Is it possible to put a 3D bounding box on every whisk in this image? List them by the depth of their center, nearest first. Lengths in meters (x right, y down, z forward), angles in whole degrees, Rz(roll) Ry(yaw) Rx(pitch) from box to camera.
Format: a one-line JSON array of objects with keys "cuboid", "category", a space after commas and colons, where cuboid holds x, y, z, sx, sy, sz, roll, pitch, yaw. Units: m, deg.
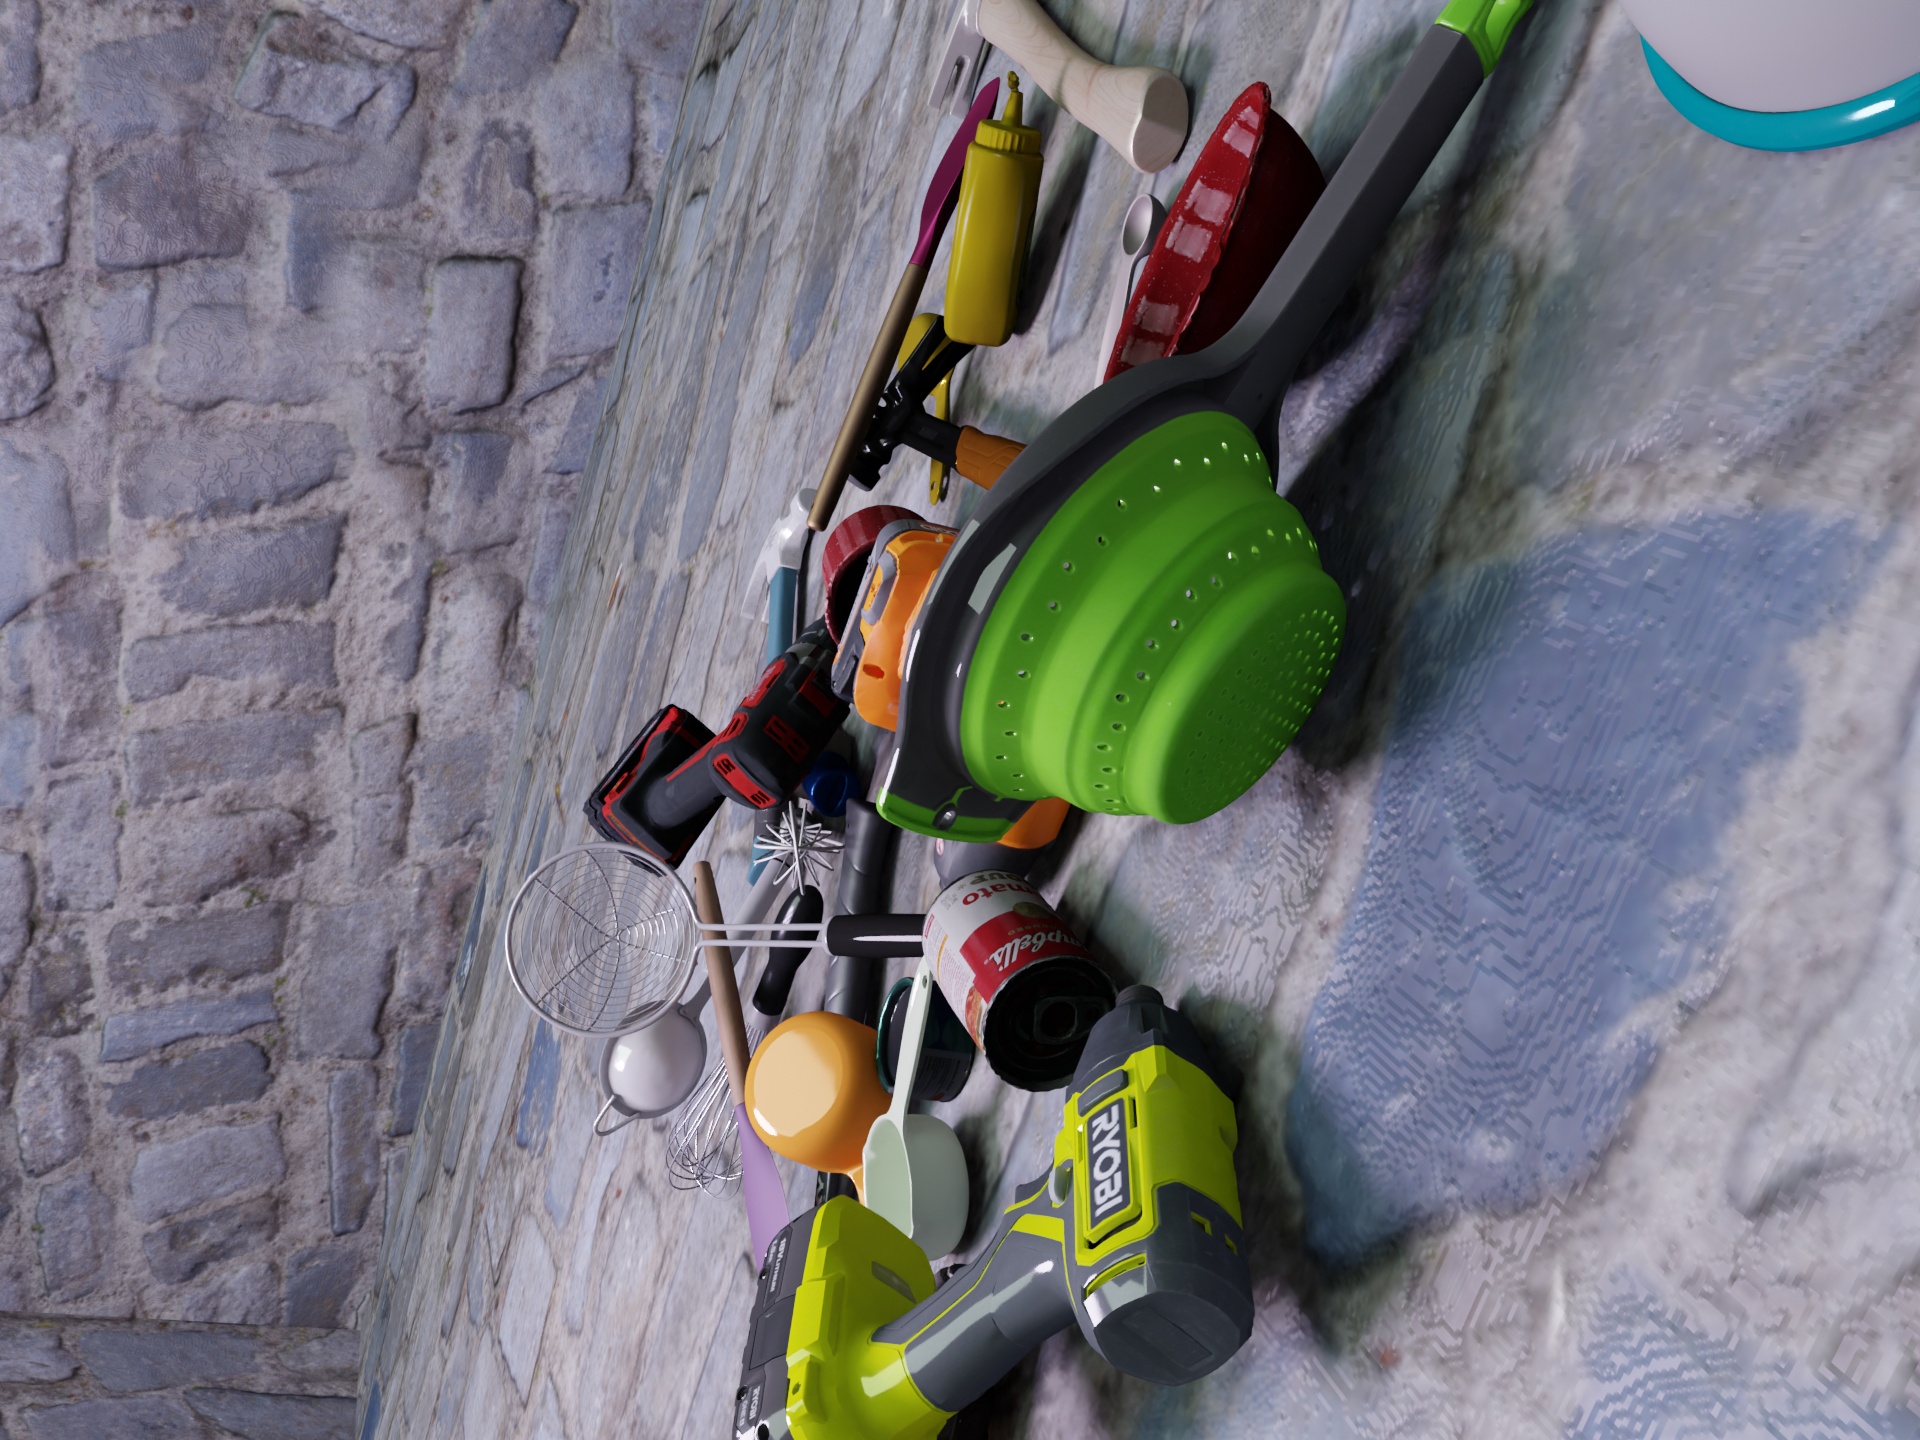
[{"cuboid": [-0.110, 0.077, 1.077, 0.246, 0.058, 0.059, -172, 74, -84], "category": "whisk"}, {"cuboid": [-0.142, 0.224, 1.094, 0.070, 0.070, 0.284, -111, 38, -54], "category": "whisk"}]

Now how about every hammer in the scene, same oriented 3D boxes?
[{"cuboid": [0.019, -0.161, 0.943, 0.127, 0.034, 0.337, -54, 30, 3], "category": "hammer"}, {"cuboid": [-0.079, 0.245, 0.985, 0.149, 0.036, 0.409, 148, 131, -61], "category": "hammer"}, {"cuboid": [0.055, -0.412, 1.014, 0.411, 0.038, 0.146, -111, 38, -53], "category": "hammer"}, {"cuboid": [-0.149, -0.023, 1.294, 0.128, 0.033, 0.331, -45, 38, 51], "category": "hammer"}]

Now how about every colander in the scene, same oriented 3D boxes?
[{"cuboid": [0.124, -0.096, 0.601, 0.095, 0.204, 0.397, 38, 100, 29], "category": "colander"}]

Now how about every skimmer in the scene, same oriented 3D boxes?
[{"cuboid": [-0.137, 0.131, 0.950, 0.363, 0.090, 0.127, -7, 81, 43], "category": "skimmer"}]

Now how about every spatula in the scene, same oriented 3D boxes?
[{"cuboid": [-0.142, 0.224, 1.024, 0.059, 0.018, 0.316, -56, 40, 41], "category": "spatula"}]

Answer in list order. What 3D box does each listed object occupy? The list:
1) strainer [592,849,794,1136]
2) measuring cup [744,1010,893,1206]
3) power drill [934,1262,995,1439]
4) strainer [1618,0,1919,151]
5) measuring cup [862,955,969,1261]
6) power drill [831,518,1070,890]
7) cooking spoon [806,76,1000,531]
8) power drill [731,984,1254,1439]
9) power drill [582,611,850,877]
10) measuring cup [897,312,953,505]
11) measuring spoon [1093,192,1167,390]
[{"cuboid": [-0.179, 0.188, 1.146, 0.050, 0.086, 0.258, 3, 54, 45], "category": "strainer"}, {"cuboid": [-0.067, 0.243, 0.893, 0.095, 0.052, 0.174, -32, 53, 11], "category": "measuring cup"}, {"cuboid": [0.005, 0.356, 0.671, 0.226, 0.084, 0.185, -162, 87, -72], "category": "power drill"}, {"cuboid": [0.238, -0.219, 0.395, 0.211, 0.095, 0.341, 132, 145, -50], "category": "strainer"}, {"cuboid": [-0.015, 0.201, 0.824, 0.083, 0.038, 0.167, -147, 64, -65], "category": "measuring cup"}, {"cuboid": [-0.001, -0.003, 0.875, 0.164, 0.084, 0.227, -69, 27, 21], "category": "power drill"}, {"cuboid": [-0.037, -0.273, 1.042, 0.319, 0.017, 0.069, -68, 22, -2], "category": "cooking spoon"}, {"cuboid": [0.016, 0.213, 0.643, 0.223, 0.080, 0.171, -40, 22, 23], "category": "power drill"}, {"cuboid": [-0.147, 0.004, 1.098, 0.226, 0.080, 0.188, -28, 23, 46], "category": "power drill"}, {"cuboid": [-0.025, -0.218, 1.108, 0.062, 0.029, 0.157, 136, 141, -53], "category": "measuring cup"}, {"cuboid": [0.092, -0.220, 0.859, 0.034, 0.018, 0.124, -133, 52, -64], "category": "measuring spoon"}]
